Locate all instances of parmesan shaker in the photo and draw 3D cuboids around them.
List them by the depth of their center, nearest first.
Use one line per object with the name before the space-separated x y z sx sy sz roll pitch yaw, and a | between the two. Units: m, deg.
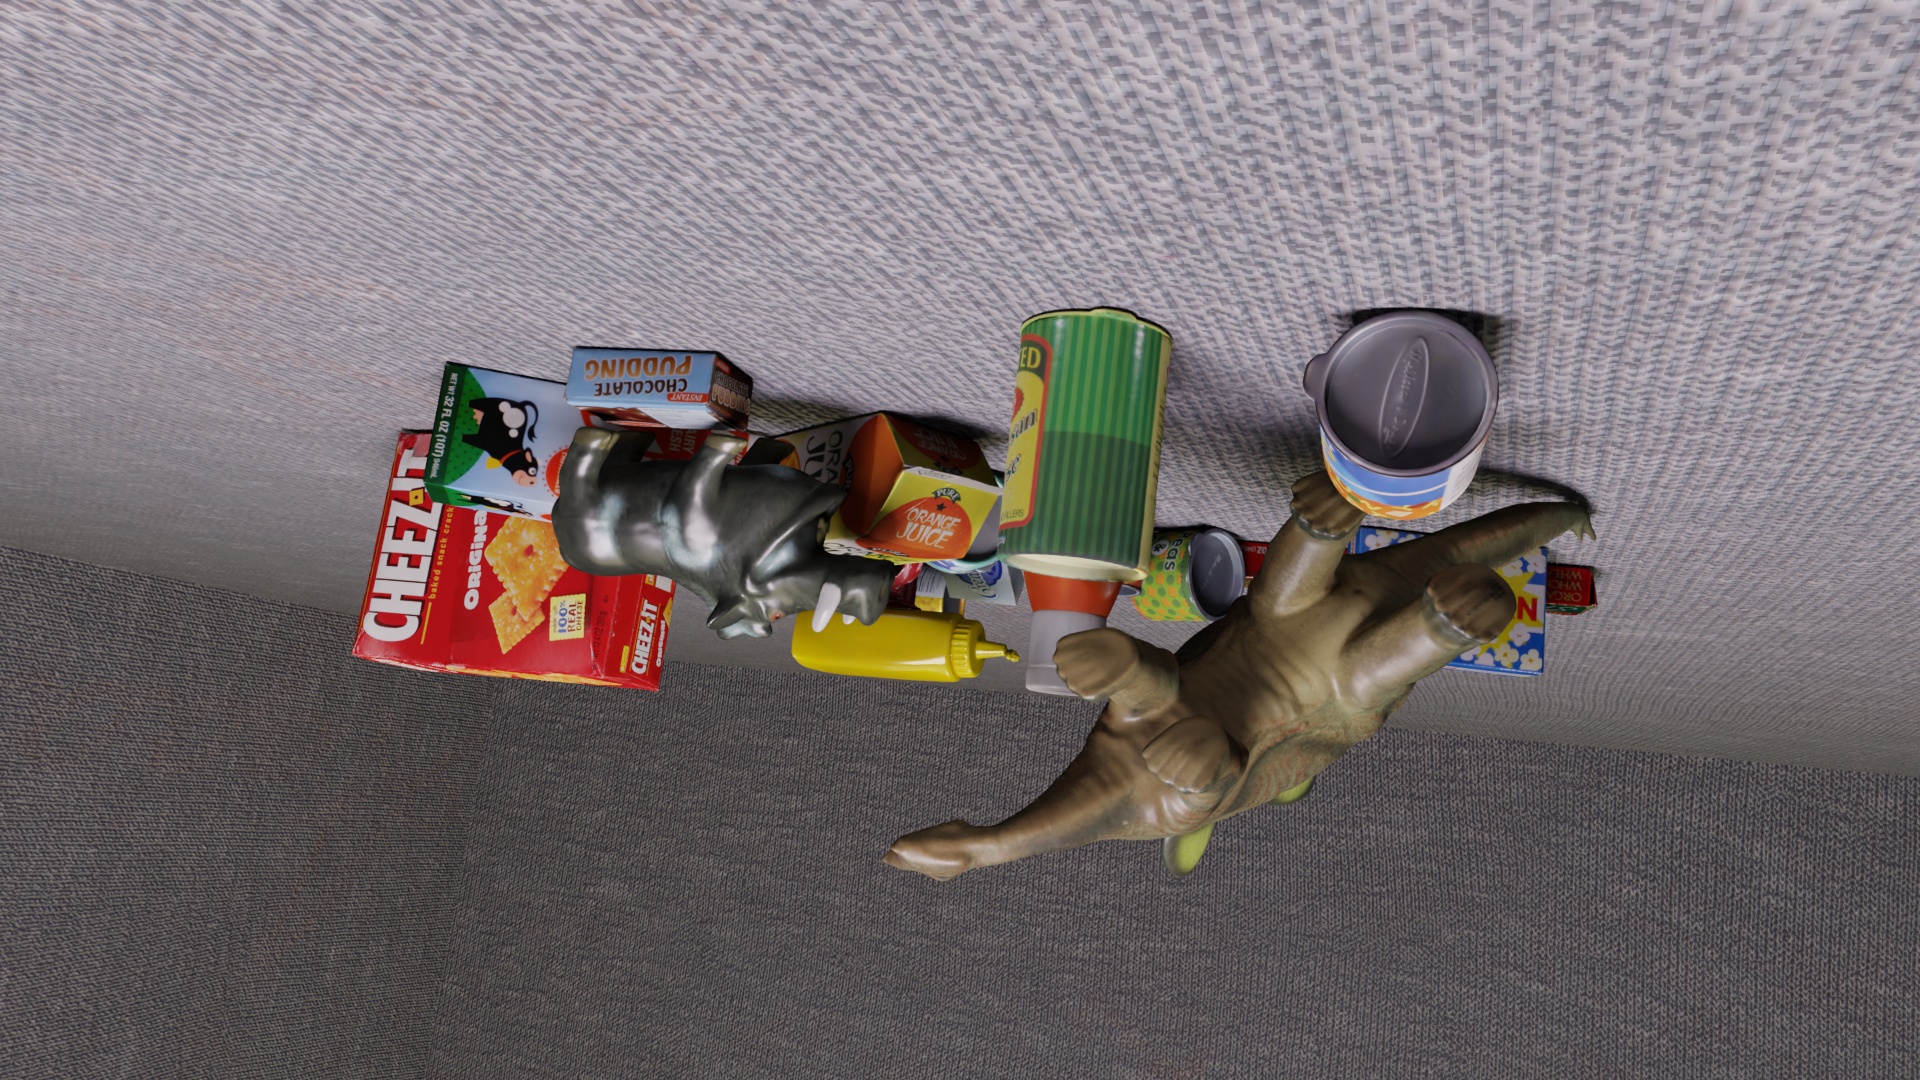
parmesan shaker | 0.053 -0.039 0.591 0.071 0.103 0.071 7 170 1

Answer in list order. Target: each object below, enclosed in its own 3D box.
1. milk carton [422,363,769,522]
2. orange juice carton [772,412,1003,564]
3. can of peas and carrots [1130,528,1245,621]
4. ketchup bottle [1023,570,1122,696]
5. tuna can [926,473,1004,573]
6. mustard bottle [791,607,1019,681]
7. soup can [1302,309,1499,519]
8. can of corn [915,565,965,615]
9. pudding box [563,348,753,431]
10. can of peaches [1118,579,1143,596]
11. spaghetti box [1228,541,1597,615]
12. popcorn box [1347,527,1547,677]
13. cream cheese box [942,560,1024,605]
milk carton | -0.212 -0.045 0.826 0.191 0.072 0.073 9 170 -15
orange juice carton | -0.054 -0.026 0.826 0.072 0.073 0.192 15 167 -37
can of peas and carrots | 0.160 0.024 0.995 0.071 0.071 0.058 16 167 -42
ketchup bottle | 0.057 0.001 0.682 0.065 0.149 0.043 15 165 -38
tuna can | 0.003 -0.011 0.885 0.071 0.071 0.032 10 169 -19
mustard bottle | -0.034 0.072 0.959 0.160 0.049 0.065 2 169 19
soup can | 0.176 -0.049 0.562 0.071 0.071 0.083 4 170 17
can of corn | -0.032 0.058 1.308 0.058 0.071 0.071 3 169 20
pudding box | -0.157 -0.078 0.724 0.084 0.030 0.049 4 171 16
can of peaches | 0.092 0.004 0.947 0.071 0.058 0.071 7 170 1
spaghetti box | 0.323 0.028 1.006 0.250 0.029 0.050 5 170 14
popcorn box | 0.321 0.042 0.924 0.127 0.085 0.038 7 170 0
cream cheese box | 0.010 0.004 0.978 0.053 0.024 0.103 5 142 18
